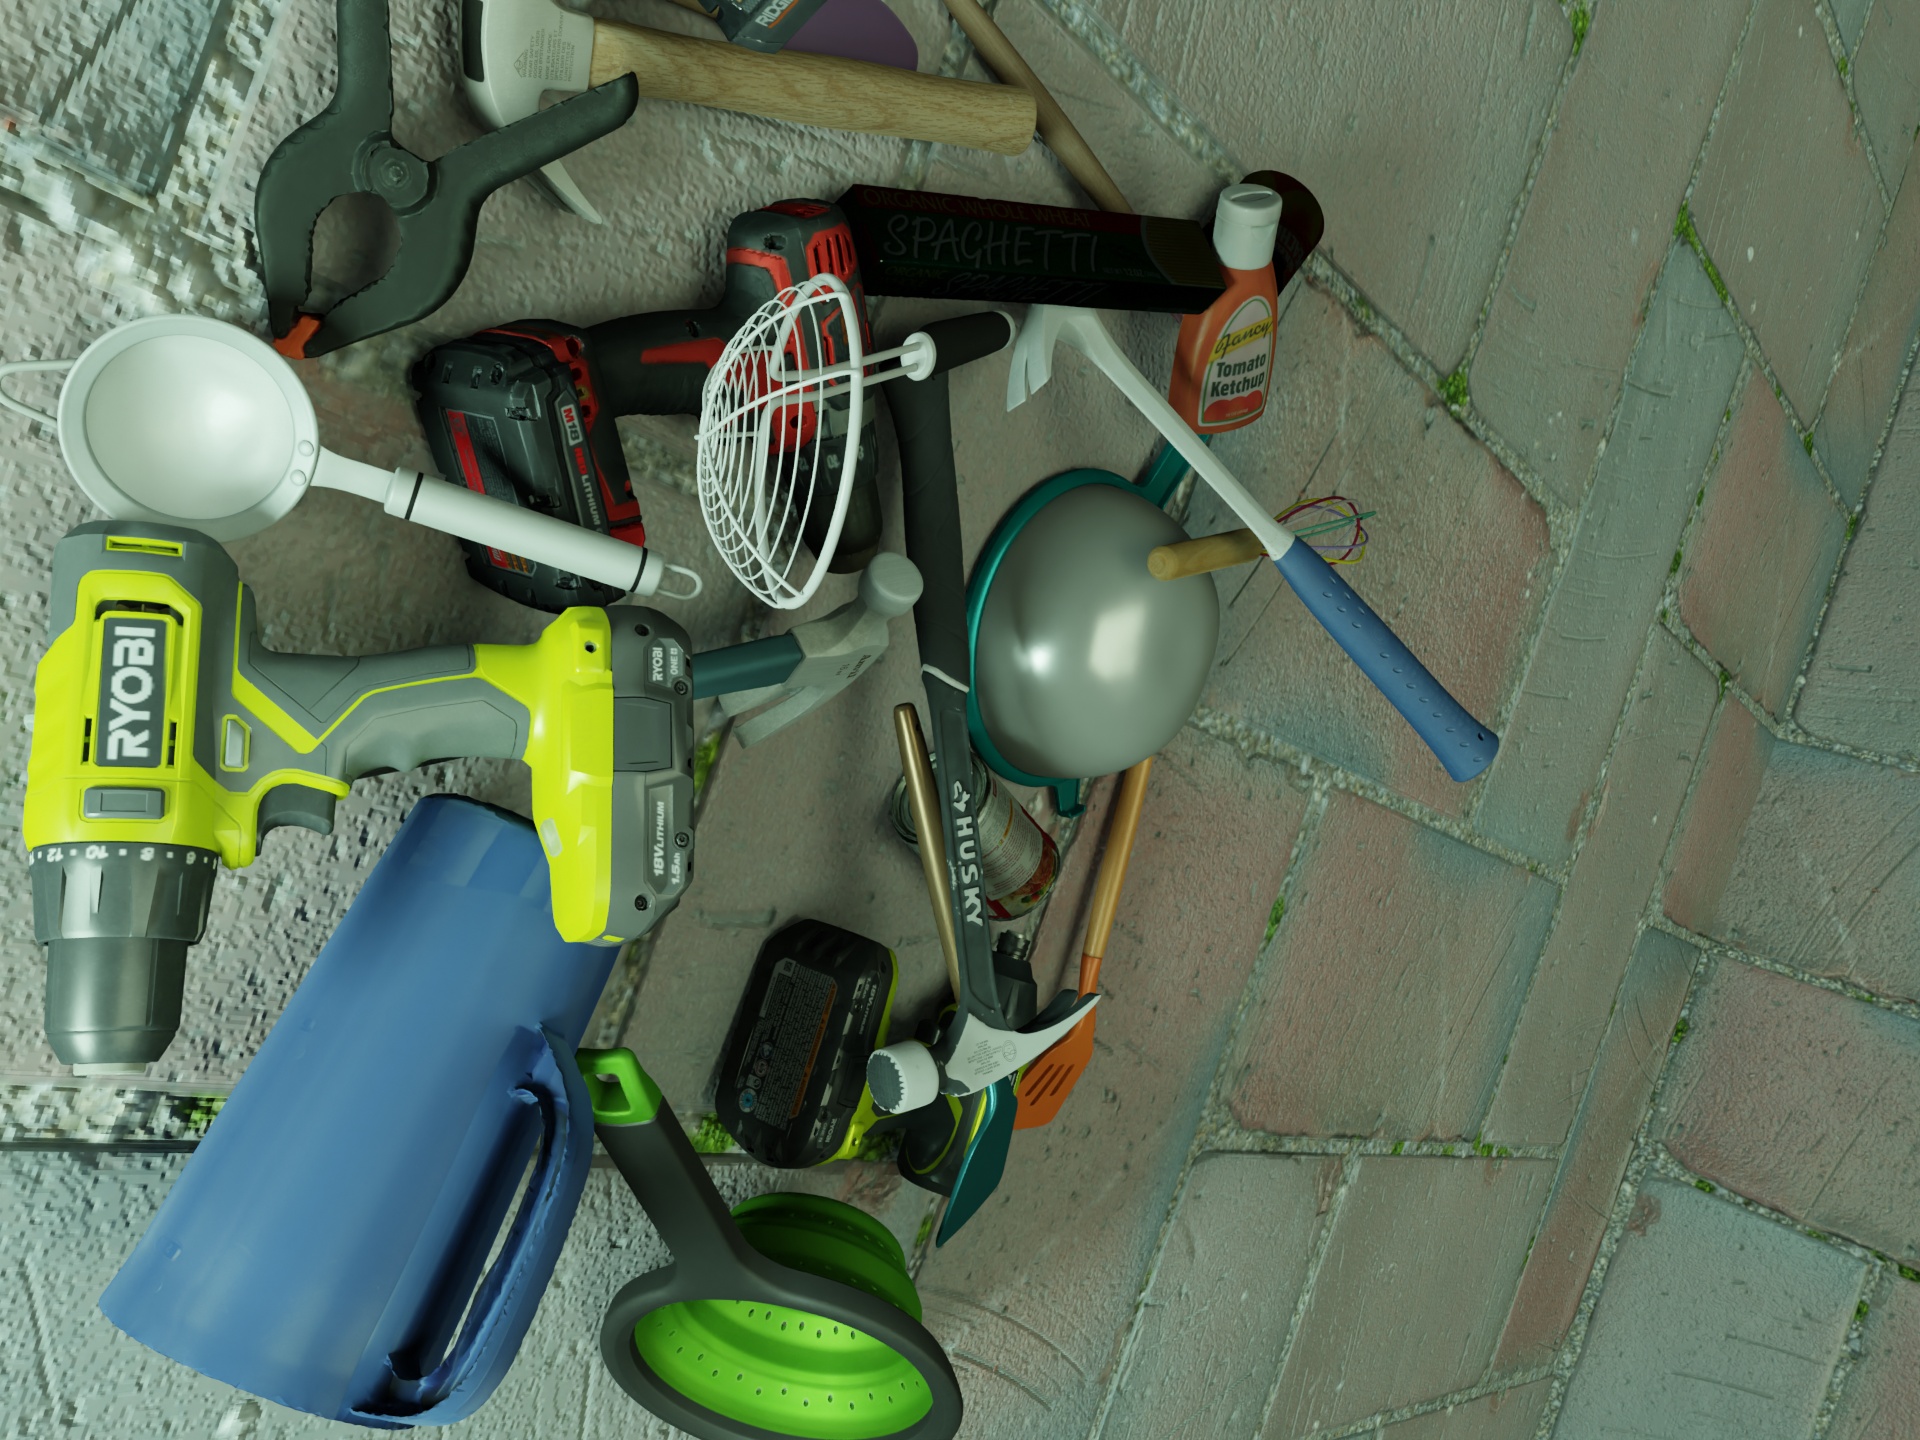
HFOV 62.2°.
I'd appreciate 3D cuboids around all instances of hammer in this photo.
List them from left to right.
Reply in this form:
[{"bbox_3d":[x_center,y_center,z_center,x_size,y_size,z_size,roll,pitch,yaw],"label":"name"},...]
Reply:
[{"bbox_3d":[-0.175,-0.009,0.721,0.331,0.033,0.128,-14,158,-37],"label":"hammer"},{"bbox_3d":[-0.080,-0.293,0.740,0.331,0.031,0.130,-13,124,-46],"label":"hammer"},{"bbox_3d":[-0.001,-0.003,0.872,0.149,0.036,0.409,-8,94,-39],"label":"hammer"},{"bbox_3d":[0.184,-0.107,0.952,0.405,0.035,0.144,44,50,-15],"label":"hammer"}]

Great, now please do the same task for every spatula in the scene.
[{"bbox_3d":[-0.127,-0.329,0.701,0.315,0.018,0.059,-2,110,-49],"label":"spatula"},{"bbox_3d":[-0.009,0.145,0.913,0.082,0.044,0.317,-27,109,-56],"label":"spatula"},{"bbox_3d":[0.092,0.141,1.129,0.081,0.041,0.322,15,89,-50],"label":"spatula"}]

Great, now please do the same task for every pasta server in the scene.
[{"bbox_3d":[0.086,-0.319,0.931,0.040,0.060,0.315,-51,135,2],"label":"pasta server"}]

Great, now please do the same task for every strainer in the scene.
[{"bbox_3d":[-0.222,-0.089,0.610,0.258,0.050,0.087,18,109,-21],"label":"strainer"},{"bbox_3d":[0.132,-0.101,1.023,0.340,0.095,0.210,-58,138,-13],"label":"strainer"}]

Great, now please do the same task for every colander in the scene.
[{"bbox_3d":[-0.111,0.275,0.854,0.095,0.204,0.396,-76,156,-48],"label":"colander"}]

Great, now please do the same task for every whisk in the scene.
[{"bbox_3d":[0.198,-0.112,1.017,0.245,0.051,0.047,-16,101,-47],"label":"whisk"}]

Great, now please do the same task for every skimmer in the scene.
[{"bbox_3d":[-0.017,-0.149,0.723,0.363,0.090,0.127,-42,150,-61],"label":"skimmer"}]

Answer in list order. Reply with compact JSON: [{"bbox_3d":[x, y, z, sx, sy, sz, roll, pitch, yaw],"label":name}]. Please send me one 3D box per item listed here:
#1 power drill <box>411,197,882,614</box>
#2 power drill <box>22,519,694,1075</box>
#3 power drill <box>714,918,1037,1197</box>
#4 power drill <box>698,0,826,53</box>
[{"bbox_3d":[-0.122,-0.126,0.745,0.227,0.080,0.187,-35,129,-39],"label":"power drill"},{"bbox_3d":[-0.221,0.031,0.595,0.228,0.080,0.191,3,77,-24],"label":"power drill"},{"bbox_3d":[-0.034,0.199,0.969,0.223,0.080,0.171,25,80,-53],"label":"power drill"},{"bbox_3d":[-0.129,-0.356,0.582,0.226,0.084,0.185,38,63,-23],"label":"power drill"}]
